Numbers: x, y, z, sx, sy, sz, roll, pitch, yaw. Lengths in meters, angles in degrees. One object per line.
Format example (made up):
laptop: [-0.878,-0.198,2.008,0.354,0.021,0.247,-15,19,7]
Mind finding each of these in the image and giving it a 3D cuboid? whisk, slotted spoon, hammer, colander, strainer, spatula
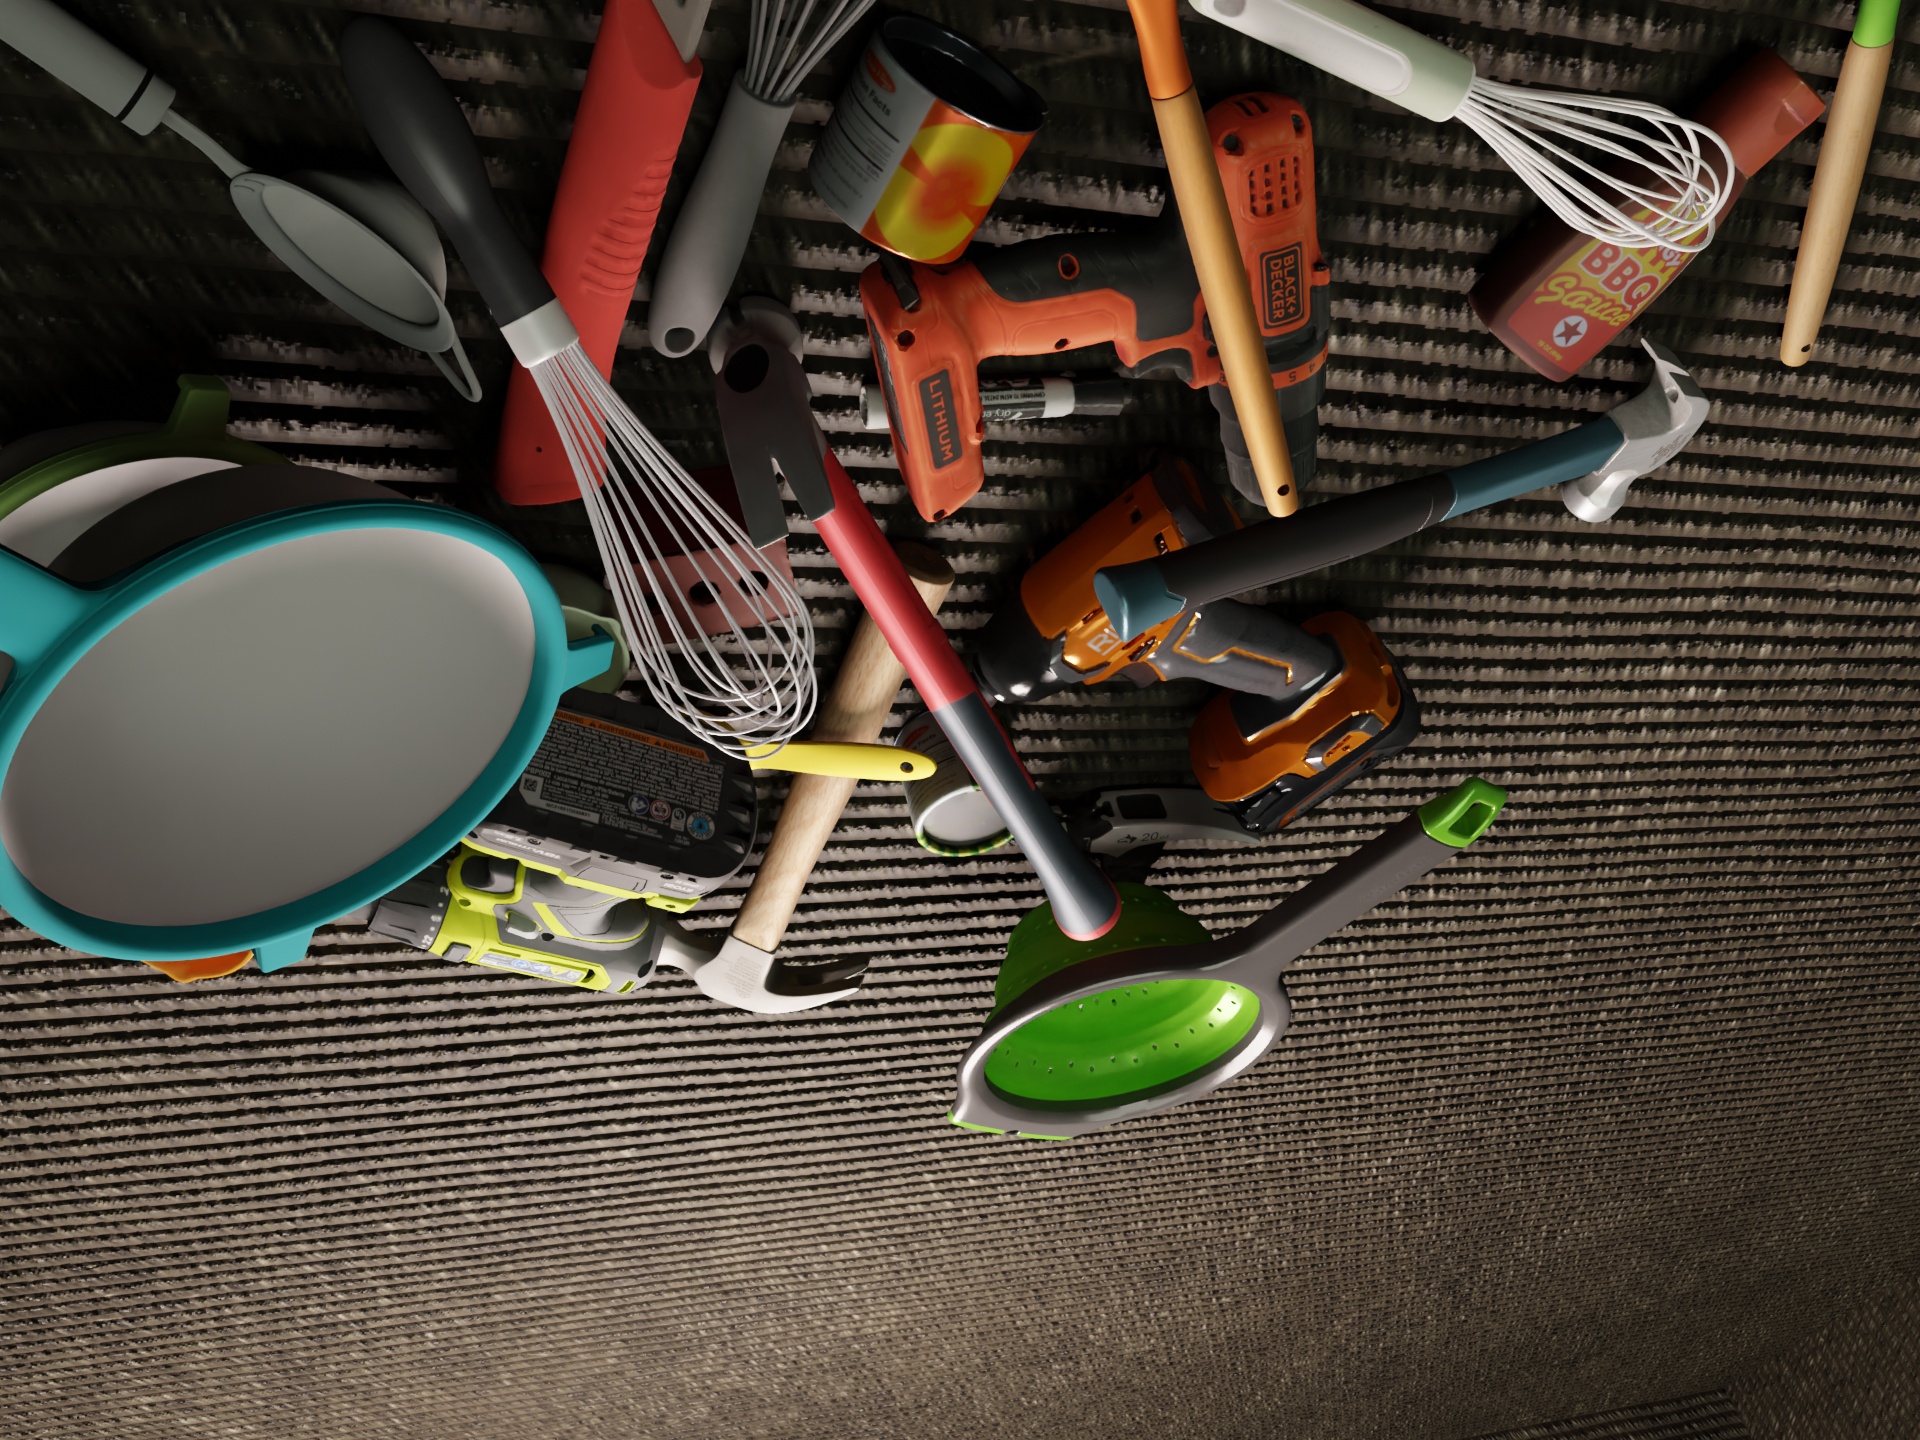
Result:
whisk: [0.193,-0.235,0.602,0.246,0.059,0.057,16,150,-19]
slotted spoon: [0.377,-0.265,0.671,0.070,0.031,0.313,-20,144,4]
hammer: [0.099,0.157,1.073,0.146,0.035,0.334,-7,141,-12]
colander: [0.140,0.118,0.927,0.204,0.095,0.397,18,133,-35]
strainer: [-0.315,-0.046,0.656,0.151,0.069,0.256,-36,156,-7]
strainer: [-0.279,-0.039,0.526,0.211,0.095,0.340,-43,153,0]
strainer: [-0.252,-0.195,0.511,0.087,0.050,0.258,8,161,49]
hammer: [-0.117,-0.206,0.526,0.149,0.037,0.359,30,137,-5]
whisk: [-0.065,-0.218,0.552,0.055,0.055,0.239,7,141,-27]
hammer: [0.206,-0.097,0.725,0.331,0.033,0.128,-19,159,-20]
hammer: [-0.075,0.043,0.847,0.130,0.031,0.331,24,127,-4]
hammer: [-0.001,-0.002,0.713,0.038,0.143,0.385,-25,133,7]
spatula: [0.079,-0.205,0.566,0.081,0.041,0.322,-25,130,1]
whisk: [-0.130,-0.106,0.556,0.070,0.070,0.284,-25,112,10]

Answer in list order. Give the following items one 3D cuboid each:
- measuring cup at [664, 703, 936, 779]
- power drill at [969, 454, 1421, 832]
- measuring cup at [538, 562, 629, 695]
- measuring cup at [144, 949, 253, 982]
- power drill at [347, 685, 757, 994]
measuring cup: [-0.090,0.026,0.800,0.156,0.029,0.062,2,127,13]
power drill: [0.117,-0.025,0.825,0.164,0.084,0.226,-38,133,25]
measuring cup: [-0.213,-0.061,0.693,0.083,0.038,0.167,-29,137,15]
measuring cup: [-0.408,0.066,0.769,0.173,0.052,0.095,12,121,5]
power drill: [-0.215,0.065,0.777,0.190,0.080,0.228,18,149,-24]
